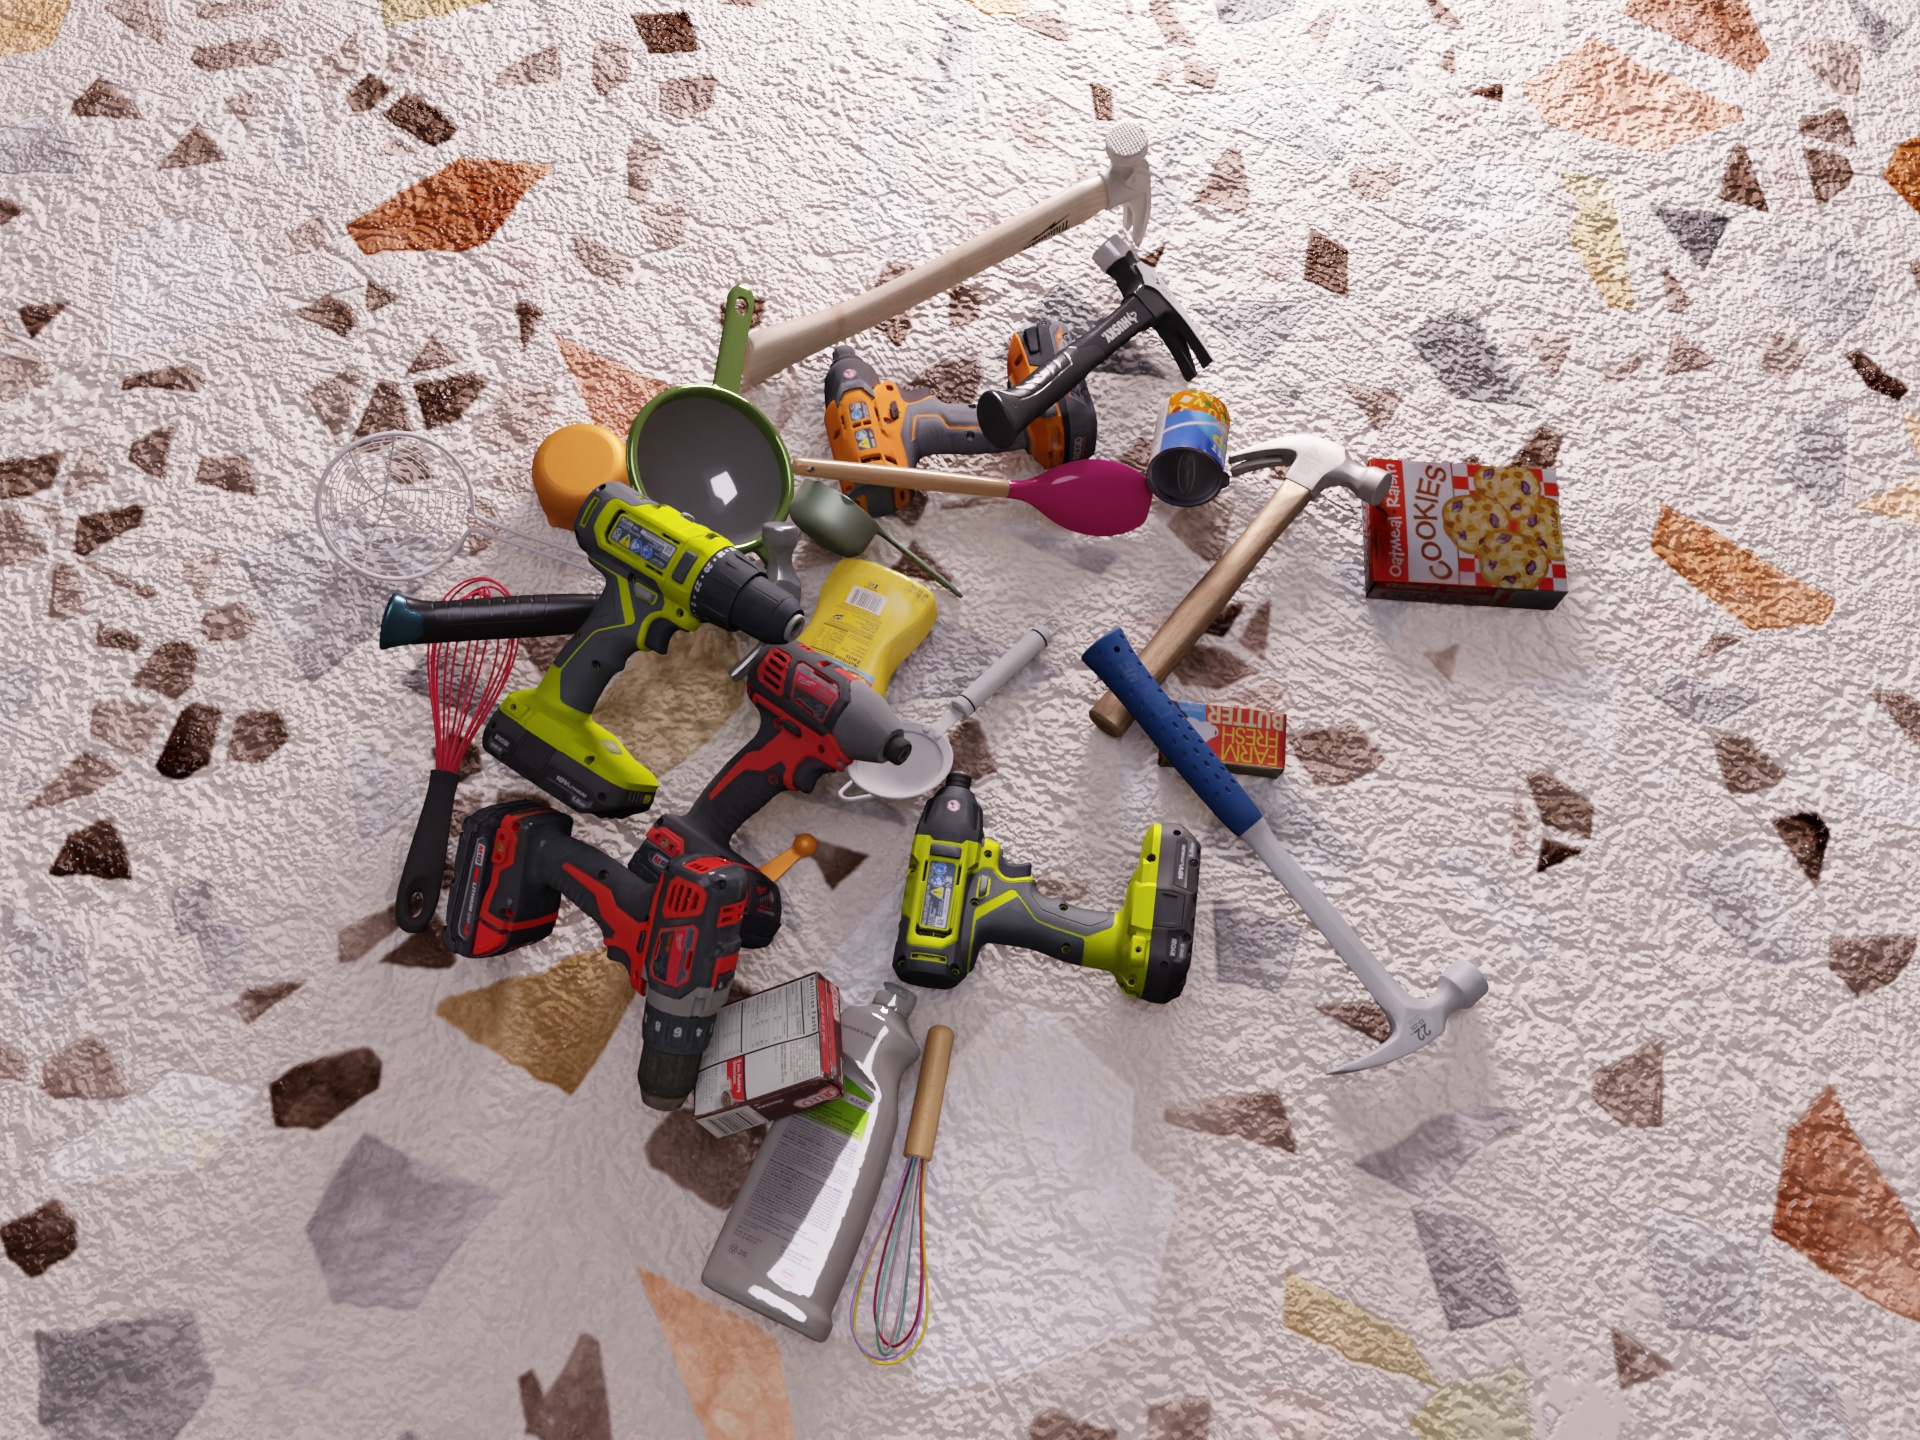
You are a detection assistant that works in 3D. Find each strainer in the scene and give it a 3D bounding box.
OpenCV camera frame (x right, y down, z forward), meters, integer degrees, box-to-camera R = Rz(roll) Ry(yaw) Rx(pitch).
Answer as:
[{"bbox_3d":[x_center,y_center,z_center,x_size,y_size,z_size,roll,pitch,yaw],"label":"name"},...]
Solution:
[{"bbox_3d":[-0.002,-0.004,1.309,0.087,0.050,0.258,33,63,32],"label":"strainer"},{"bbox_3d":[-0.216,-0.253,1.368,0.151,0.069,0.256,17,67,-28],"label":"strainer"}]

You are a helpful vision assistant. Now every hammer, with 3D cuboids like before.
[{"bbox_3d":[0.233,0.096,1.260,0.144,0.035,0.405,-36,80,-16],"label":"hammer"},{"bbox_3d":[0.220,-0.118,1.357,0.130,0.031,0.331,33,74,29],"label":"hammer"},{"bbox_3d":[-0.013,-0.402,1.447,0.410,0.146,0.038,-27,71,-2],"label":"hammer"},{"bbox_3d":[0.108,-0.305,1.348,0.146,0.035,0.335,48,43,-5],"label":"hammer"},{"bbox_3d":[-0.291,-0.088,1.271,0.331,0.033,0.128,-5,107,-17],"label":"hammer"}]

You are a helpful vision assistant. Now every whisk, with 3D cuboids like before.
[{"bbox_3d":[-0.409,0.024,1.272,0.073,0.073,0.296,7,74,0],"label":"whisk"},{"bbox_3d":[-0.032,0.344,1.167,0.047,0.051,0.245,-7,58,32],"label":"whisk"}]

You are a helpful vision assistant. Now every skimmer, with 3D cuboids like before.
[{"bbox_3d":[-0.346,-0.137,1.321,0.363,0.090,0.127,19,101,2],"label":"skimmer"}]

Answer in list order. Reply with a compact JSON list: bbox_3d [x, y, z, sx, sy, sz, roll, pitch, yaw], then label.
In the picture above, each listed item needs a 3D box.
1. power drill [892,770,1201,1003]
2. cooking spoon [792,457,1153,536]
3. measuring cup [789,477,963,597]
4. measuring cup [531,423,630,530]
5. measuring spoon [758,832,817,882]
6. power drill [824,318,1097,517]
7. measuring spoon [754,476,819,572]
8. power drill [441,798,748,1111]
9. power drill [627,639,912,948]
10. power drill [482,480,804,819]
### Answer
[{"bbox_3d":[0.069,0.131,1.239,0.223,0.080,0.171,8,66,4],"label":"power drill"},{"bbox_3d":[0.015,-0.199,1.349,0.318,0.068,0.017,4,24,-16],"label":"cooking spoon"},{"bbox_3d":[-0.073,-0.142,1.351,0.167,0.083,0.038,36,84,-10],"label":"measuring cup"},{"bbox_3d":[-0.292,-0.188,1.363,0.174,0.052,0.095,37,71,13],"label":"measuring cup"},{"bbox_3d":[-0.162,0.128,1.263,0.117,0.011,0.021,-38,74,-15],"label":"measuring spoon"},{"bbox_3d":[-0.008,-0.279,1.400,0.226,0.084,0.164,-14,69,-4],"label":"power drill"},{"bbox_3d":[-0.150,-0.166,1.379,0.034,0.018,0.124,19,68,5],"label":"measuring spoon"},{"bbox_3d":[-0.266,0.167,1.166,0.227,0.080,0.188,17,101,23],"label":"power drill"},{"bbox_3d":[-0.140,0.058,1.215,0.143,0.078,0.219,32,88,23],"label":"power drill"},{"bbox_3d":[-0.239,-0.044,1.198,0.191,0.080,0.228,31,94,16],"label":"power drill"}]
